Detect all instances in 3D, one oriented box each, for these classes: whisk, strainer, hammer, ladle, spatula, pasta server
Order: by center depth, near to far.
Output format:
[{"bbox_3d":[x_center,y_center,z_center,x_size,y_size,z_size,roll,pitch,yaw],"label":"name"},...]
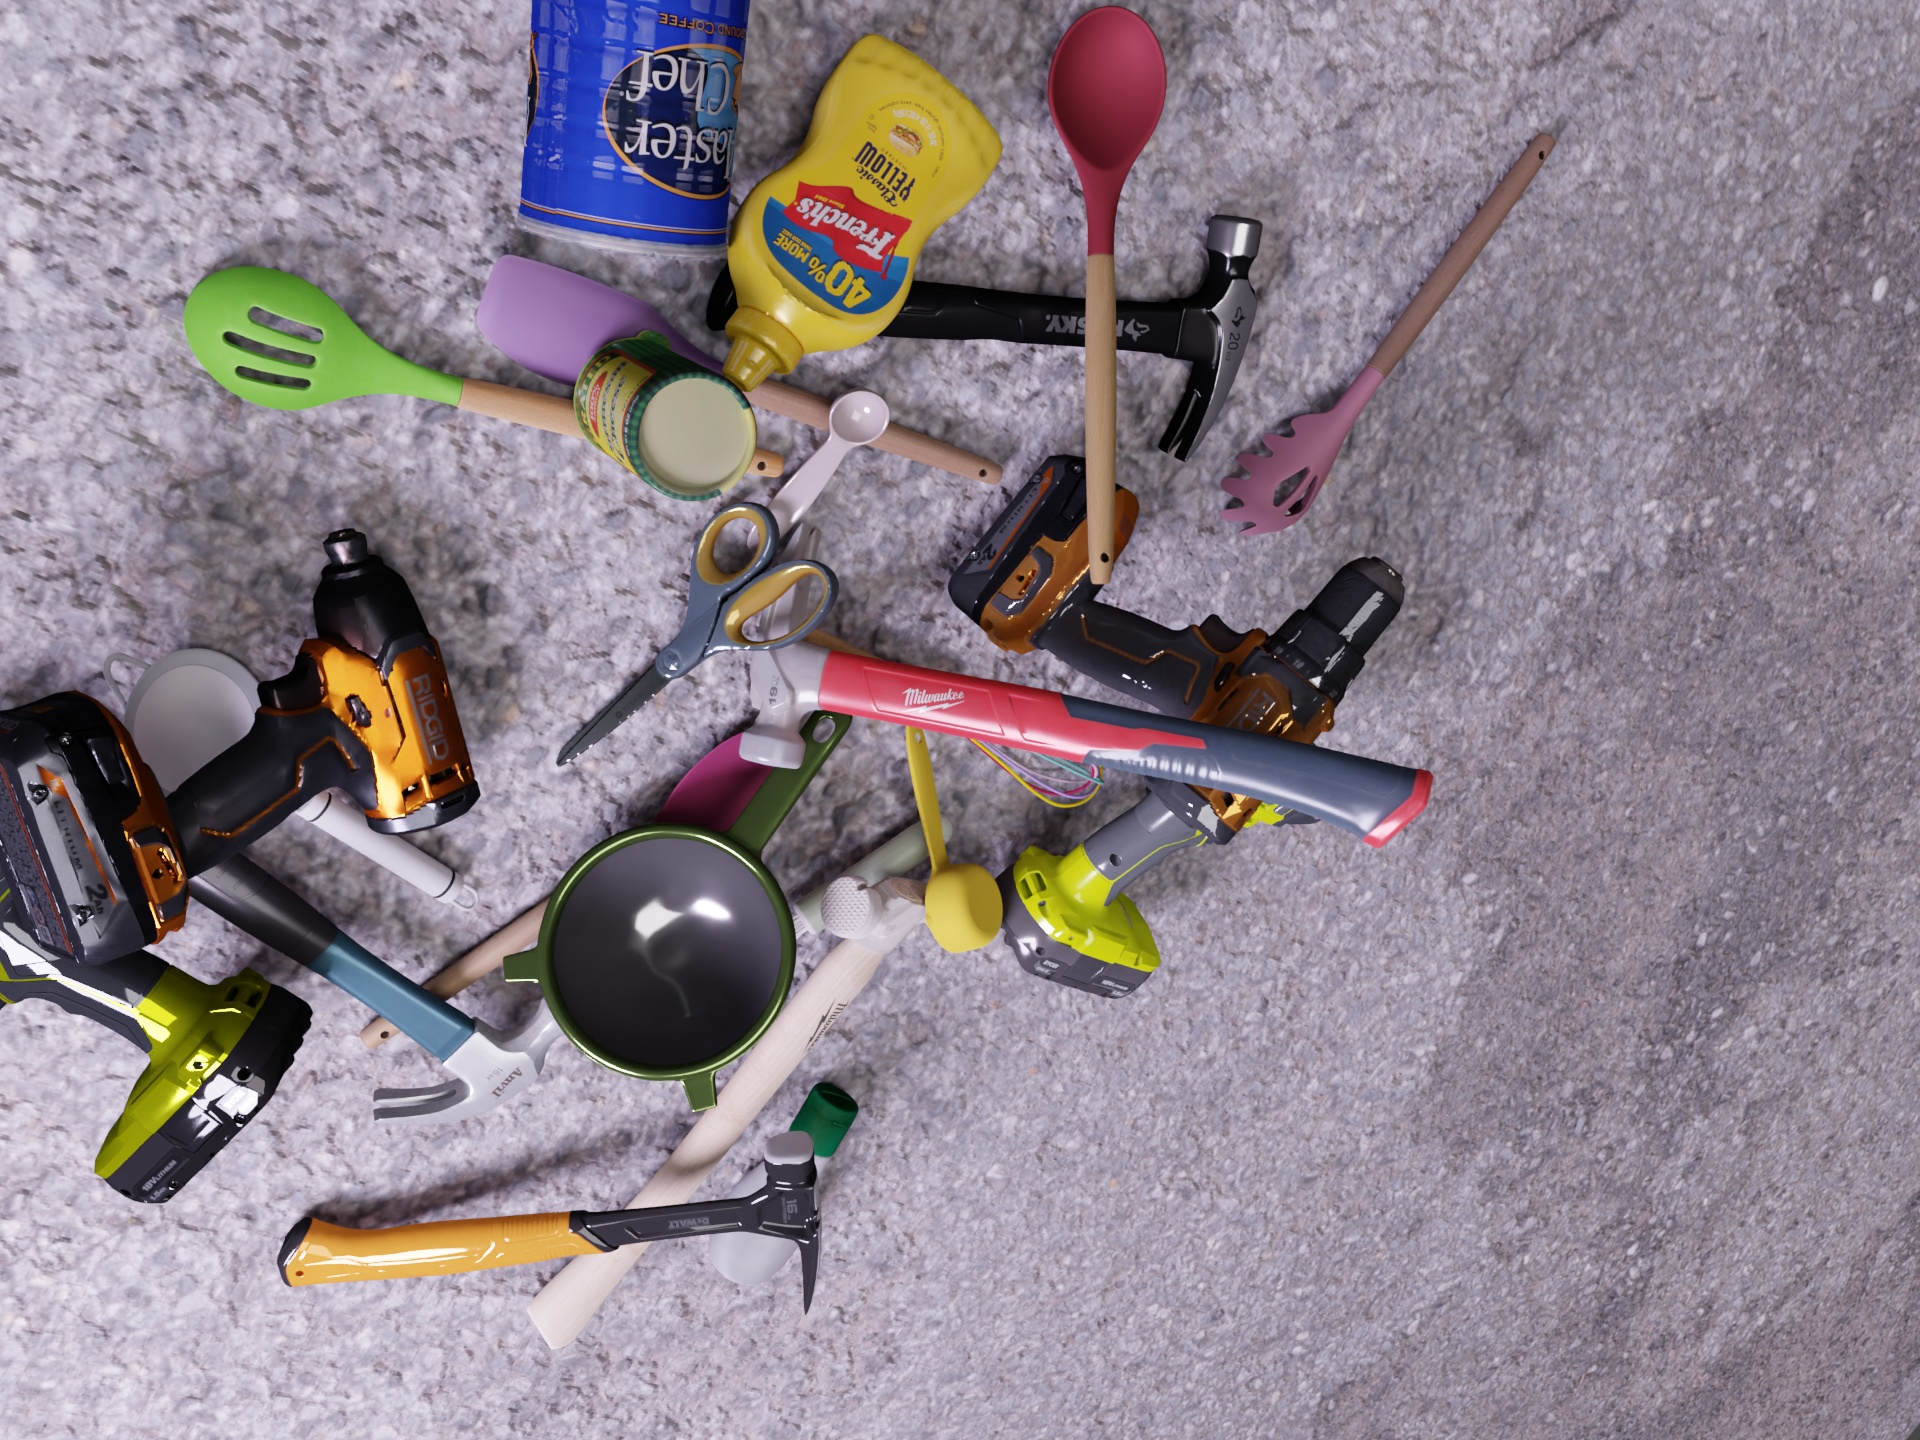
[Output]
[{"bbox_3d":[-0.365,0.043,0.874,0.258,0.050,0.087,44,51,-38],"label":"strainer"},{"bbox_3d":[0.066,-0.011,0.884,0.386,0.038,0.143,11,90,16],"label":"hammer"},{"bbox_3d":[-0.112,-0.183,0.893,0.315,0.018,0.059,14,117,-28],"label":"spatula"},{"bbox_3d":[0.081,-0.235,0.895,0.069,0.031,0.315,-1,94,-13],"label":"ladle"},{"bbox_3d":[-0.371,0.119,0.898,0.128,0.033,0.330,-45,119,0],"label":"hammer"},{"bbox_3d":[0.019,-0.229,0.920,0.334,0.035,0.146,-2,114,-23],"label":"hammer"},{"bbox_3d":[-0.145,0.096,0.971,0.151,0.069,0.256,34,78,0],"label":"strainer"},{"bbox_3d":[-0.257,0.333,1.012,0.337,0.034,0.127,-4,114,-5],"label":"hammer"},{"bbox_3d":[-0.002,-0.001,1.016,0.244,0.051,0.047,25,107,-28],"label":"whisk"},{"bbox_3d":[-0.108,0.133,1.033,0.246,0.059,0.057,-34,160,-11],"label":"whisk"},{"bbox_3d":[0.281,-0.250,1.035,0.060,0.040,0.316,35,92,-33],"label":"pasta server"},{"bbox_3d":[-0.151,0.267,1.065,0.410,0.038,0.146,-51,151,12],"label":"hammer"}]

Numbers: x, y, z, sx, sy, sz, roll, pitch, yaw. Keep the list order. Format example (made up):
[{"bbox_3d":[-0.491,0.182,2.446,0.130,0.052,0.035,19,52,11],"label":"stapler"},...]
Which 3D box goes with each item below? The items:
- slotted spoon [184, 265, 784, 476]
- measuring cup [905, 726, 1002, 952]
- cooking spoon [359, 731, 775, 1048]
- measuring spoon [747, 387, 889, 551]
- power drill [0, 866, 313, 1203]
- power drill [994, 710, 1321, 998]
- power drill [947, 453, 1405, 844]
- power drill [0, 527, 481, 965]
[{"bbox_3d":[-0.237,-0.169,0.838,0.313,0.031,0.070,10,118,-29],"label":"slotted spoon"},{"bbox_3d":[-0.006,0.071,1.019,0.062,0.029,0.156,-17,95,-57],"label":"measuring cup"},{"bbox_3d":[-0.230,0.103,0.976,0.319,0.017,0.068,-35,130,-6],"label":"cooking spoon"},{"bbox_3d":[-0.086,-0.144,0.913,0.034,0.018,0.124,25,121,-34],"label":"measuring spoon"},{"bbox_3d":[-0.482,0.150,0.830,0.190,0.080,0.228,-43,112,15],"label":"power drill"},{"bbox_3d":[0.142,0.084,1.056,0.171,0.080,0.223,25,120,-41],"label":"power drill"},{"bbox_3d":[0.128,-0.064,0.935,0.185,0.226,0.084,-51,159,5],"label":"power drill"},{"bbox_3d":[-0.357,0.006,0.793,0.226,0.084,0.164,-29,117,-45],"label":"power drill"}]
